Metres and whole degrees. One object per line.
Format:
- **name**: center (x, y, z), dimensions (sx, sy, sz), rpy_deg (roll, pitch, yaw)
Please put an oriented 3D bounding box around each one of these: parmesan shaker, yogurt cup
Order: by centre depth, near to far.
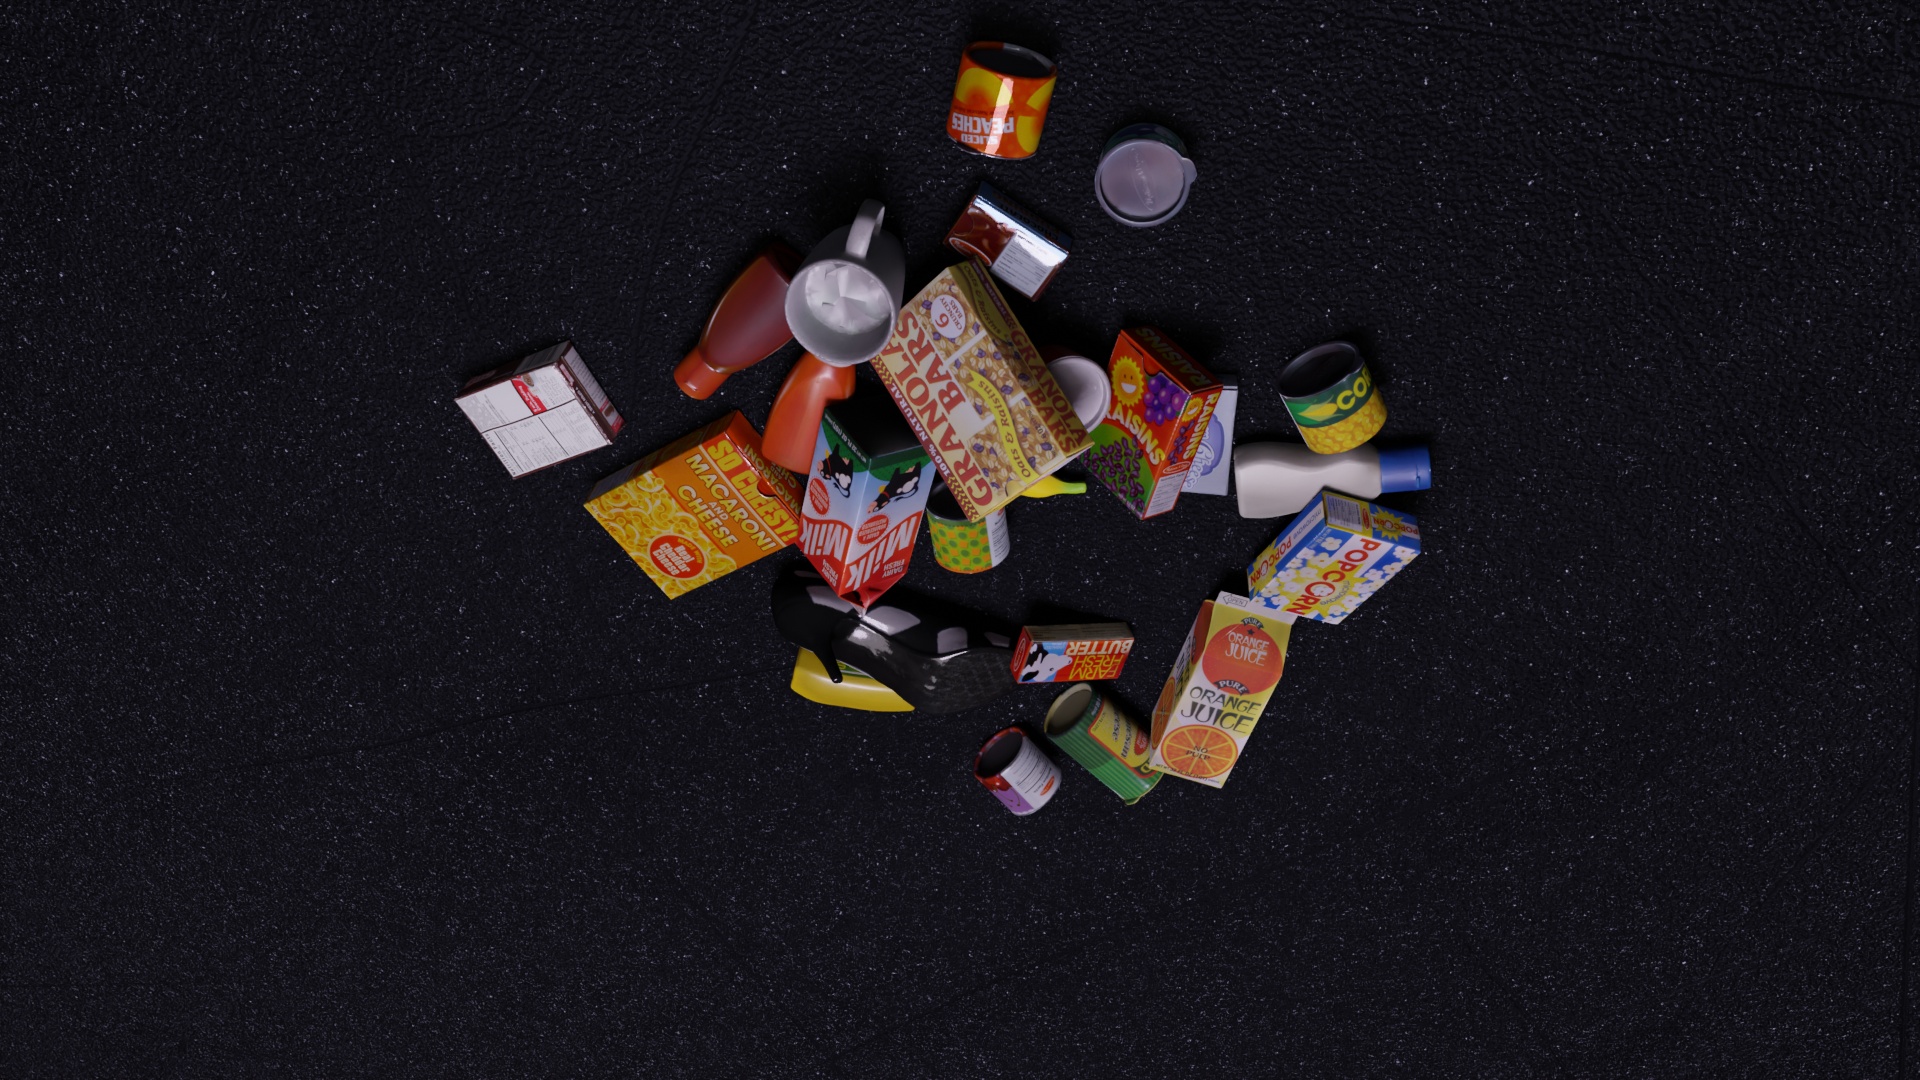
- **yogurt cup**: center (0.076, -0.118, 1.074), dimensions (0.072, 0.054, 0.072), rpy_deg (-6, 117, -12)
- **parmesan shaker**: center (0.135, 0.189, 1.296), dimensions (0.103, 0.072, 0.071), rpy_deg (41, 124, -19)

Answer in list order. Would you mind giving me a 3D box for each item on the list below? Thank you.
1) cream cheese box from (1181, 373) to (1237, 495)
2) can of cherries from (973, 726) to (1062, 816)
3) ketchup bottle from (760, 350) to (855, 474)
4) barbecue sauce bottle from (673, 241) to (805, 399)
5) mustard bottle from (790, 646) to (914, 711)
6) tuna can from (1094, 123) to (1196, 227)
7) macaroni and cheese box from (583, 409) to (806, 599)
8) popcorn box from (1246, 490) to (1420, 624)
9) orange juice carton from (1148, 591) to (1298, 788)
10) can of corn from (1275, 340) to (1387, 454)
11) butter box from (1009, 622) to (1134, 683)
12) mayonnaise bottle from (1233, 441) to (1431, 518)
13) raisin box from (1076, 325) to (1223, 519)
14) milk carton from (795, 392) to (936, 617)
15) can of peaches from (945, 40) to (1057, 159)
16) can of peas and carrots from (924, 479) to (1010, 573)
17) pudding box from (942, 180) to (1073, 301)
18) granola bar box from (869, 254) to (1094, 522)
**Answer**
- **cream cheese box**: center (0.190, -0.084, 1.108), dimensions (0.053, 0.024, 0.103), rpy_deg (4, 128, 8)
- **can of cherries**: center (0.053, 0.222, 1.343), dimensions (0.071, 0.072, 0.058), rpy_deg (-31, 116, 29)
- **ketchup bottle**: center (-0.114, -0.122, 1.124), dimensions (0.065, 0.044, 0.148), rpy_deg (17, 128, -11)
- **barbecue sauce bottle**: center (-0.172, -0.168, 1.100), dimensions (0.065, 0.044, 0.148), rpy_deg (41, 124, -16)
- **mustard bottle**: center (-0.075, 0.128, 1.298), dimensions (0.160, 0.066, 0.048), rpy_deg (11, 134, -5)
- **tuna can**: center (0.131, -0.259, 0.980), dimensions (0.071, 0.033, 0.070), rpy_deg (5, 128, 7)
- **macaroni and cheese box**: center (-0.226, -0.028, 1.219), dimensions (0.166, 0.040, 0.123), rpy_deg (-23, 120, 26)
- **popcorn box**: center (0.300, 0.016, 1.127), dimensions (0.085, 0.038, 0.126), rpy_deg (14, 145, -14)
- **orange juice carton**: center (0.231, 0.123, 1.228), dimensions (0.072, 0.073, 0.191), rpy_deg (16, 128, -1)
- **can of corn**: center (0.282, -0.107, 1.044), dimensions (0.071, 0.071, 0.058), rpy_deg (-22, 121, 25)
- **butter box**: center (0.100, 0.100, 1.241), dimensions (0.104, 0.024, 0.052), rpy_deg (-1, 131, -21)
- **mayonnaise bottle**: center (0.294, -0.053, 1.102), dimensions (0.148, 0.041, 0.064), rpy_deg (-5, 133, 13)
- **raisin box**: center (0.143, -0.091, 1.073), dimensions (0.040, 0.086, 0.122), rpy_deg (-14, 138, -34)
- **milk carton**: center (-0.082, -0.023, 1.157), dimensions (0.072, 0.074, 0.189), rpy_deg (48, 138, 31)
- **can of peaches**: center (0.027, -0.299, 0.944), dimensions (0.071, 0.071, 0.057), rpy_deg (15, 127, -1)
- **can of peas and carrots**: center (0.004, -0.015, 1.170), dimensions (0.071, 0.071, 0.058), rpy_deg (-1, 127, 11)
- **pudding box**: center (0.036, -0.222, 1.028), dimensions (0.083, 0.030, 0.049), rpy_deg (30, 128, -12)
- **granola bar box**: center (0.010, -0.111, 1.047), dimensions (0.123, 0.039, 0.165), rpy_deg (-34, 87, 48)
